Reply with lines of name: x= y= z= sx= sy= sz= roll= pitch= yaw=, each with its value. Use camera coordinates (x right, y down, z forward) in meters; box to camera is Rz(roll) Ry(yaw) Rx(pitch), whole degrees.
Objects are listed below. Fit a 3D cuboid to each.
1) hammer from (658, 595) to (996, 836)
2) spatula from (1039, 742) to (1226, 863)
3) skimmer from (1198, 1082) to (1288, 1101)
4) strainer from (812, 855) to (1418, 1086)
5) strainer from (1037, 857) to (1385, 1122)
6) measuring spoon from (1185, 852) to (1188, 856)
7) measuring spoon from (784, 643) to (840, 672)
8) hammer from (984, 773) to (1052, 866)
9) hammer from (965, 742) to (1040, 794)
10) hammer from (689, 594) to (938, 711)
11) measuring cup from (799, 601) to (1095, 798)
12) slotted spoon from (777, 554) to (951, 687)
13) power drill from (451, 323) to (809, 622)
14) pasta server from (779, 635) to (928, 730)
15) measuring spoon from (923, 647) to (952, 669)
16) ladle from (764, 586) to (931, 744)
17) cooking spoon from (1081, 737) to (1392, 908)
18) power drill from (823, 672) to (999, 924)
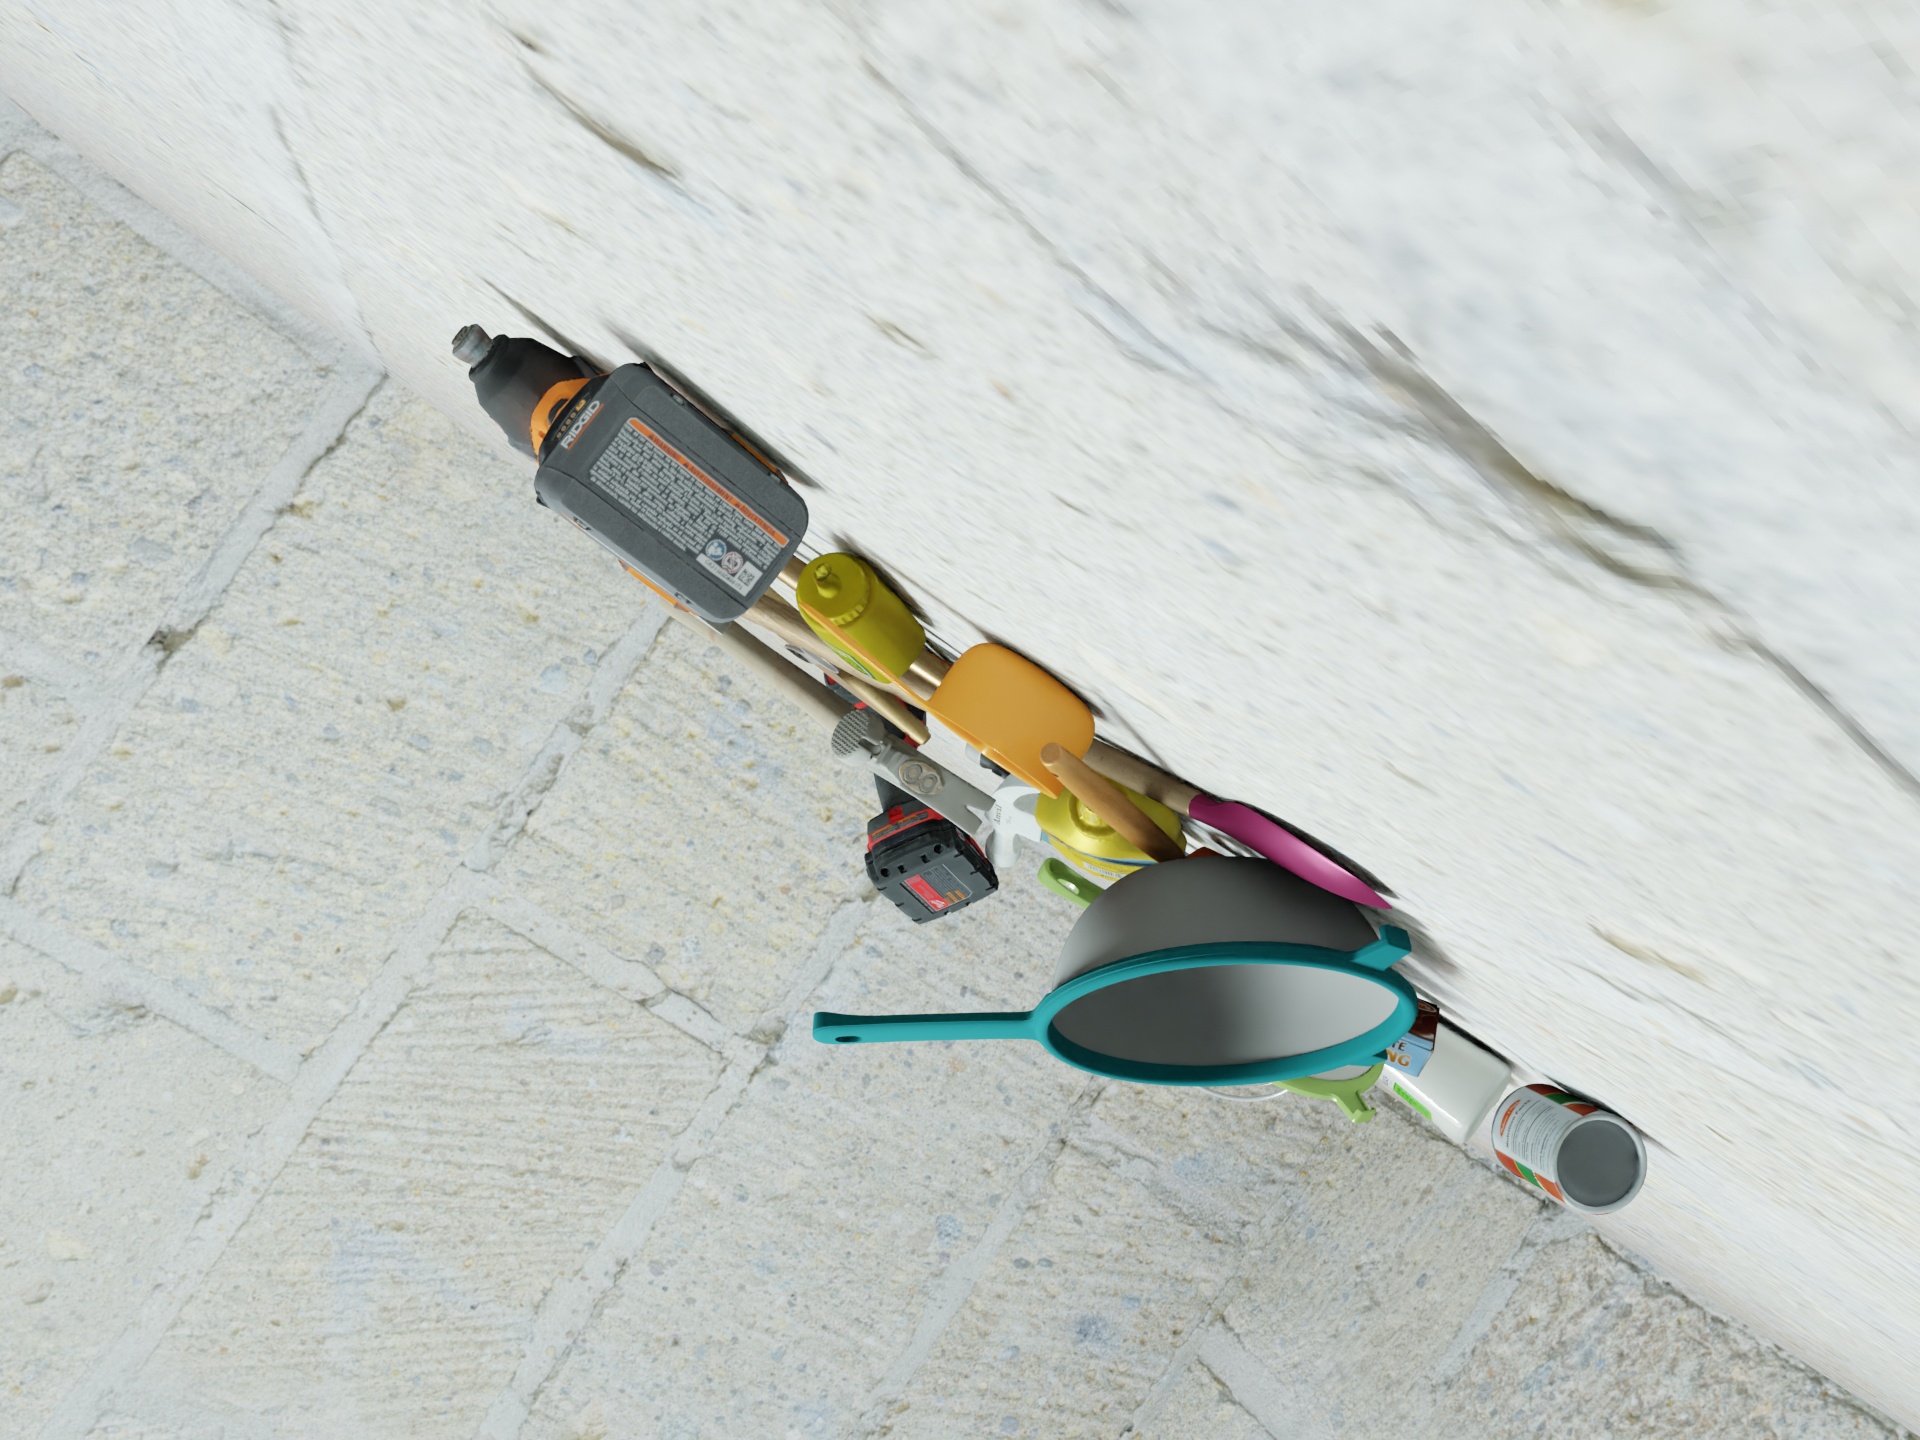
hammer: x=-0.129 y=-0.028 z=1.251 sx=0.146 sy=0.038 sz=0.411 roll=35 pitch=179 yaw=-40
spatula: x=0.119 y=0.064 z=0.923 sx=0.081 sy=0.041 sz=0.322 roll=29 pitch=175 yaw=33
skimmer: x=0.179 y=0.225 z=1.208 sx=0.127 sy=0.090 sz=0.363 roll=-4 pitch=160 yaw=22
strainer: x=0.083 y=0.137 z=0.915 sx=0.340 sy=0.095 sz=0.210 roll=-4 pitch=150 yaw=9
strainer: x=0.174 y=0.140 z=1.026 sx=0.256 sy=0.069 sz=0.151 roll=29 pitch=-148 yaw=1
measuring spoon: x=0.168 y=0.111 z=1.286 sx=0.128 sy=0.021 sz=0.042 roll=33 pitch=176 yaw=0
measuring spoon: x=-0.112 y=-0.054 z=1.194 sx=0.034 sy=0.018 sz=0.124 roll=37 pitch=174 yaw=-18
hammer: x=0.164 y=0.130 z=1.193 sx=0.331 sy=0.033 sz=0.128 roll=27 pitch=142 yaw=20
hammer: x=-0.002 y=-0.004 z=1.262 sx=0.146 sy=0.035 sz=0.334 roll=33 pitch=176 yaw=35
hammer: x=-0.078 y=-0.046 z=1.076 sx=0.331 sy=0.031 sz=0.130 roll=26 pitch=168 yaw=11
measuring cup: x=-0.004 y=-0.028 z=0.855 sx=0.173 sy=0.052 sz=0.095 roll=37 pitch=176 yaw=-1
slotted spoon: x=-0.129 y=-0.111 z=1.016 sx=0.314 sy=0.031 sz=0.070 roll=35 pitch=-167 yaw=0
power drill: x=-0.179 y=-0.138 z=0.816 sx=0.164 sy=0.084 sz=0.227 roll=38 pitch=179 yaw=-29
pasta server: x=-0.131 y=-0.074 z=1.321 sx=0.316 sy=0.040 sz=0.060 roll=37 pitch=177 yaw=33
measuring spoon: x=-0.025 y=-0.051 z=1.079 sx=0.021 sy=0.011 sz=0.116 roll=29 pitch=177 yaw=32
ladle: x=-0.142 y=-0.087 z=1.242 sx=0.315 sy=0.031 sz=0.069 roll=41 pitch=171 yaw=9
cooking spoon: x=0.117 y=0.040 z=0.886 sx=0.068 sy=0.017 sz=0.319 roll=37 pitch=176 yaw=-35
power drill: x=-0.045 y=0.049 z=1.328 sx=0.143 sy=0.078 sz=0.220 roll=51 pitch=-163 yaw=-56
